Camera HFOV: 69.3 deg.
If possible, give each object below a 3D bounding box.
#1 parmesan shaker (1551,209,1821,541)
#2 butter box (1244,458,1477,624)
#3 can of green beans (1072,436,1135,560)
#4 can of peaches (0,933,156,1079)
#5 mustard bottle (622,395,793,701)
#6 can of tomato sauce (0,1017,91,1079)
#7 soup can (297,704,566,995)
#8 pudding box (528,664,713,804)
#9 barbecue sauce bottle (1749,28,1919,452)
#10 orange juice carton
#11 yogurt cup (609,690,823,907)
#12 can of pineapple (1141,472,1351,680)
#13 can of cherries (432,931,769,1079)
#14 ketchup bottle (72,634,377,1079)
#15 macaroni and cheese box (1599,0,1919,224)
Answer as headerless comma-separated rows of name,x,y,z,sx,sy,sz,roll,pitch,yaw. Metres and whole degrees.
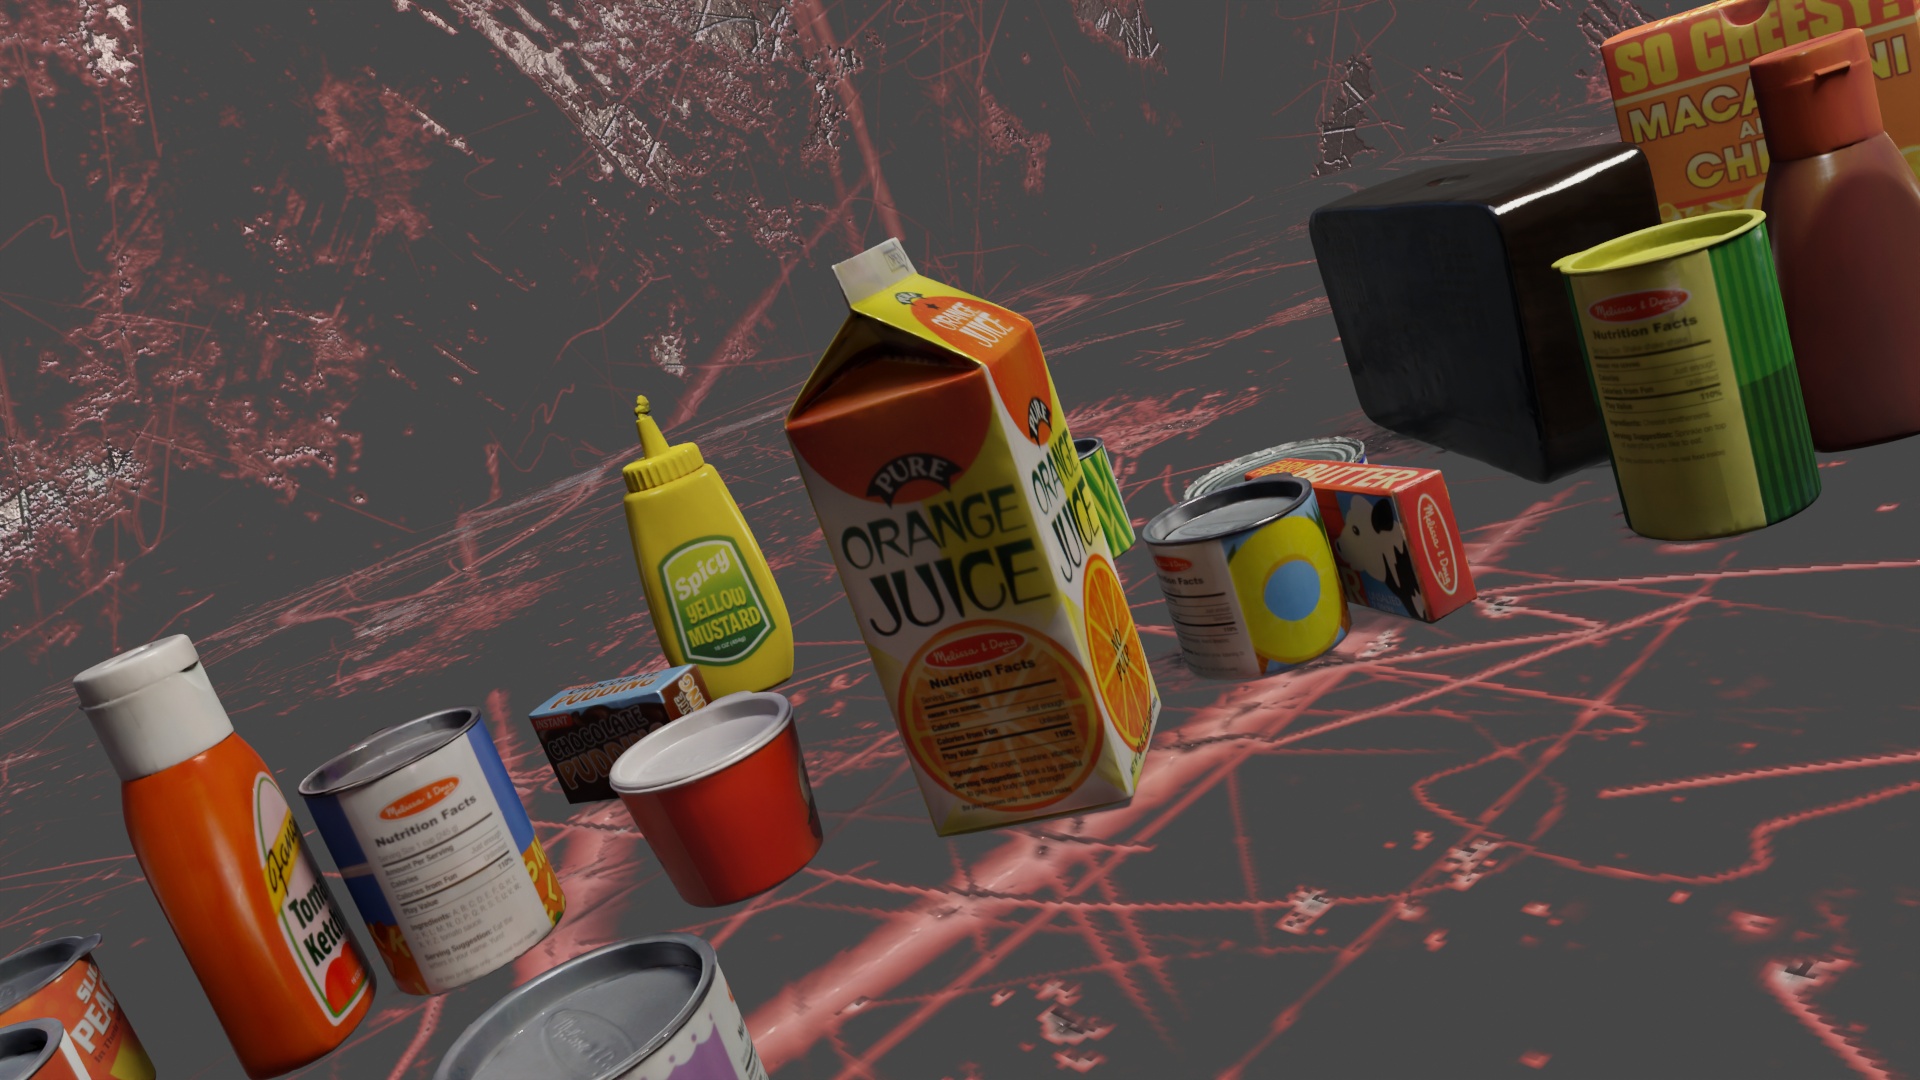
parmesan shaker,0.262,-0.059,0.503,0.071,0.103,0.071,-19,13,5
butter box,0.153,-0.003,0.544,0.024,0.053,0.103,-23,13,-16
can of green beans,0.053,-0.016,0.735,0.071,0.057,0.071,-19,13,5
can of peaches,-0.323,0.180,0.482,0.071,0.058,0.071,-19,13,5
mustard bottle,-0.135,0.004,0.699,0.065,0.160,0.049,-22,13,-12
can of tomato sauce,-0.233,0.171,0.332,0.071,0.083,0.071,-19,13,5
soup can,-0.193,0.112,0.511,0.071,0.083,0.071,-19,13,5
pudding box,-0.147,0.087,0.623,0.083,0.049,0.030,-12,15,30
barbecue sauce bottle,0.328,-0.111,0.516,0.065,0.148,0.044,-17,13,13
orange juice carton,0.002,-0.006,0.467,0.073,0.192,0.072,-15,13,20
yogurt cup,-0.083,0.093,0.495,0.072,0.054,0.072,-19,13,5
can of pineapple,0.111,0.013,0.530,0.071,0.057,0.071,-19,13,5
can of cherries,-0.078,0.133,0.314,0.071,0.058,0.071,-19,13,5
ketchup bottle,-0.253,0.106,0.478,0.043,0.148,0.065,-21,13,-6
macaroni and cheese box,0.380,-0.169,0.638,0.123,0.166,0.040,-8,17,43
